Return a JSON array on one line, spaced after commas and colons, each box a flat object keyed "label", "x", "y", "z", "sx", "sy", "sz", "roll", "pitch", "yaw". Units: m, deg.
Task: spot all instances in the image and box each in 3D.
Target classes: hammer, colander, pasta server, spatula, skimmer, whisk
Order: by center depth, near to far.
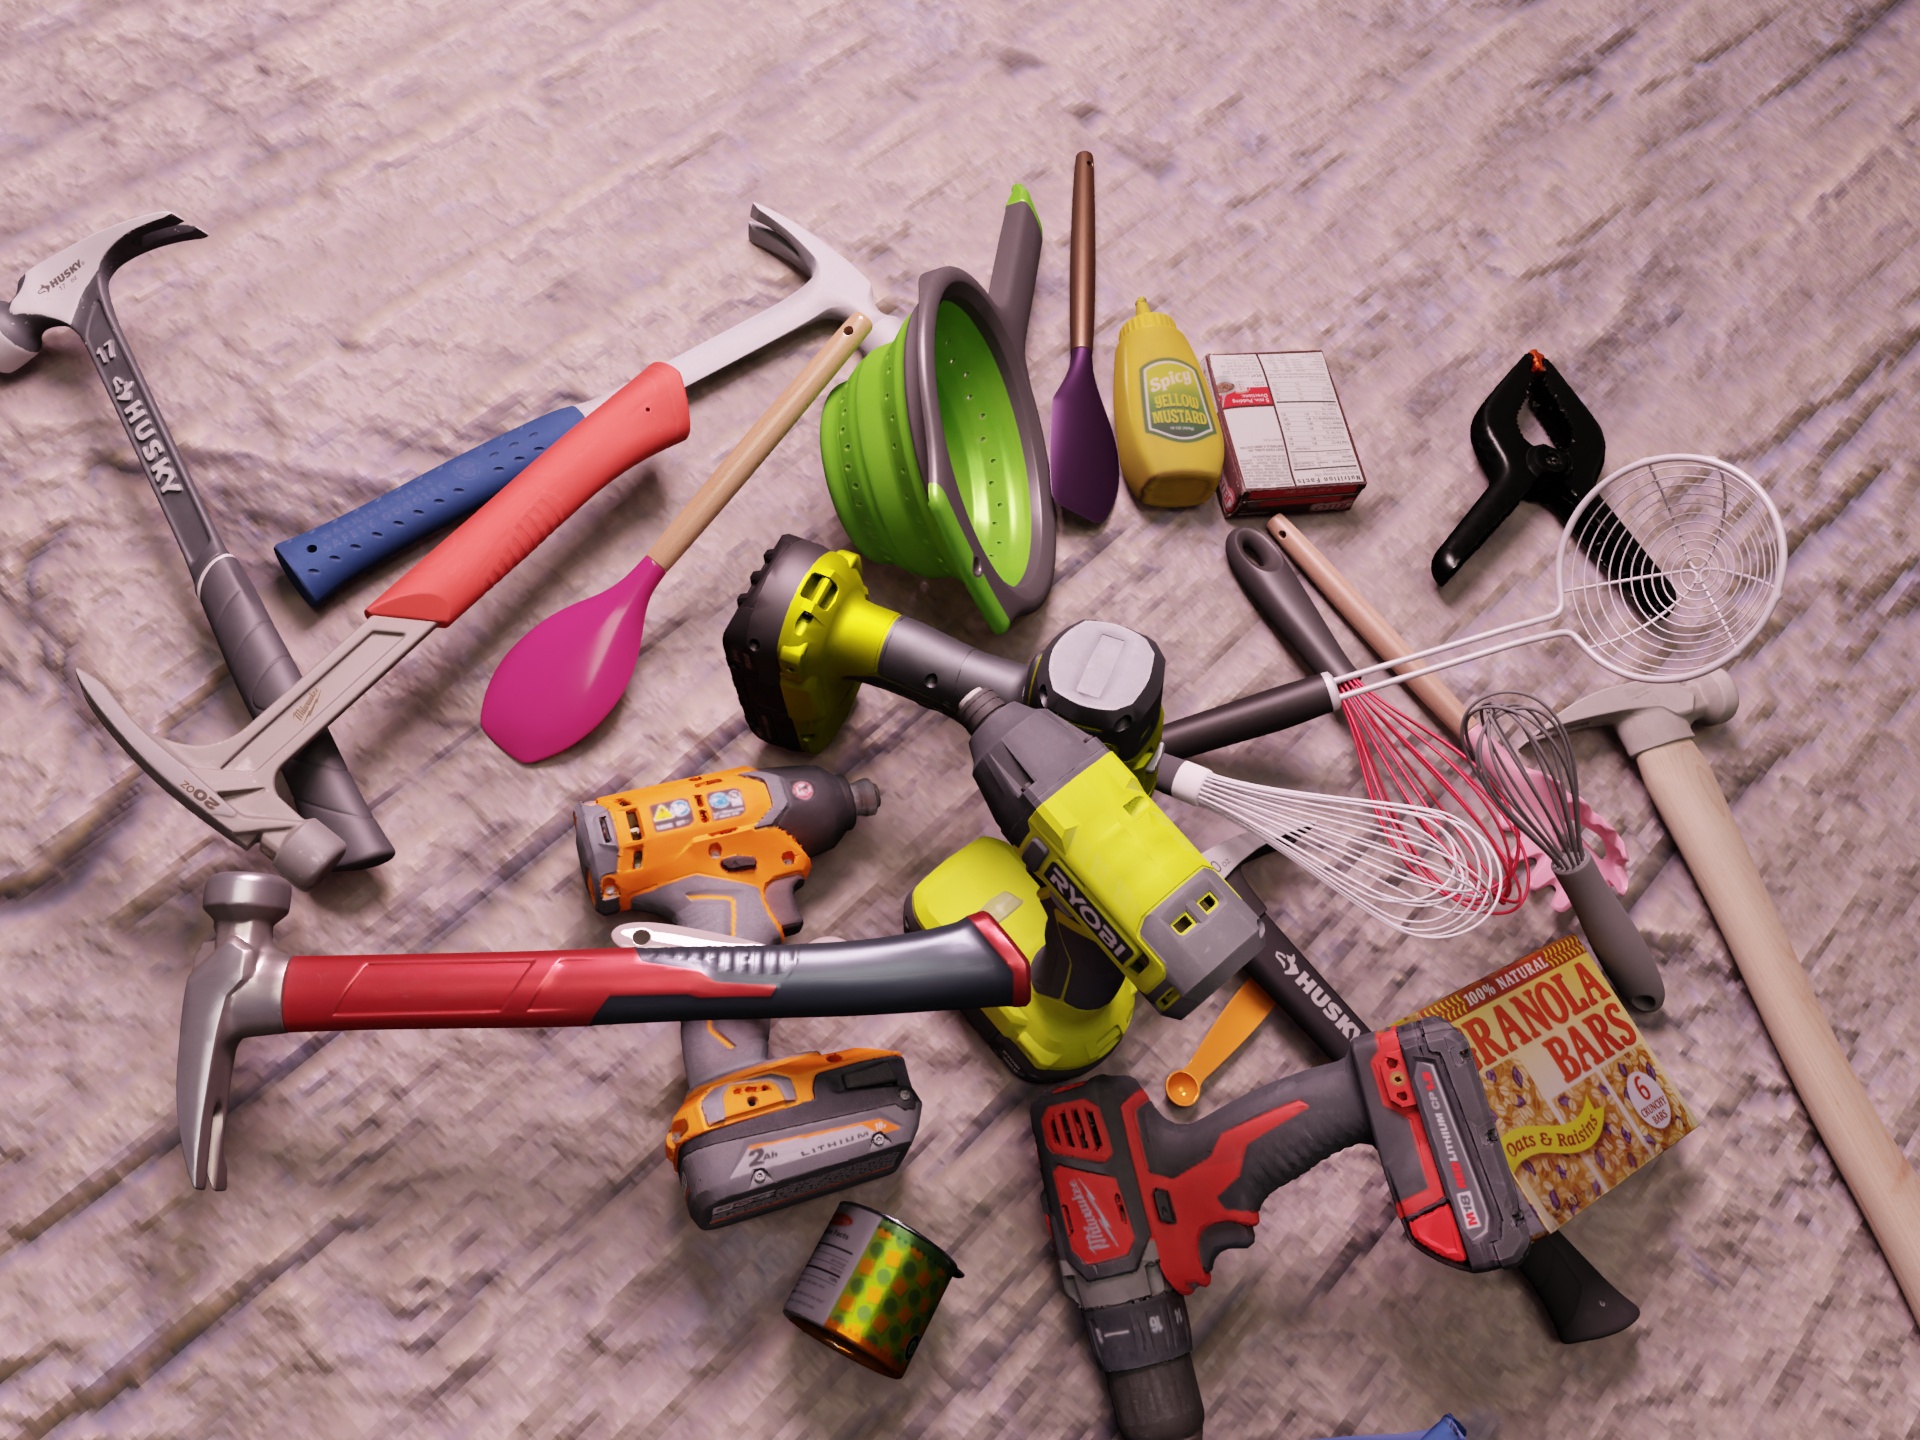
[{"label": "hammer", "x": -0.160, "y": 0.138, "z": 0.735, "sx": 0.386, "sy": 0.038, "sz": 0.143, "roll": -1, "pitch": 73, "yaw": -1}, {"label": "hammer", "x": -0.278, "y": -0.085, "z": 0.853, "sx": 0.149, "sy": 0.036, "sz": 0.359, "roll": 42, "pitch": 61, "yaw": -6}, {"label": "hammer", "x": -0.407, "y": -0.095, "z": 0.864, "sx": 0.149, "sy": 0.036, "sz": 0.409, "roll": -33, "pitch": 78, "yaw": 9}, {"label": "hammer", "x": 0.241, "y": 0.200, "z": 0.873, "sx": 0.146, "sy": 0.035, "sz": 0.335, "roll": -36, "pitch": 78, "yaw": -31}, {"label": "whisk", "x": 0.157, "y": 0.048, "z": 0.881, "sx": 0.285, "sy": 0.070, "sz": 0.070, "roll": 21, "pitch": 60, "yaw": 26}, {"label": "whisk", "x": 0.347, "y": 0.078, "z": 0.896, "sx": 0.055, "sy": 0.055, "sz": 0.238, "roll": -47, "pitch": 115, "yaw": -26}, {"label": "skimmer", "x": 0.269, "y": -0.044, "z": 0.898, "sx": 0.363, "sy": 0.090, "sz": 0.127, "roll": -18, "pitch": 72, "yaw": 6}, {"label": "hammer", "x": 0.479, "y": 0.163, "z": 0.944, "sx": 0.146, "sy": 0.038, "sz": 0.411, "roll": -13, "pitch": 68, "yaw": -15}, {"label": "whisk", "x": 0.246, "y": -0.006, "z": 0.968, "sx": 0.073, "sy": 0.073, "sz": 0.296, "roll": -21, "pitch": 64, "yaw": -20}, {"label": "hammer", "x": -0.224, "y": -0.190, "z": 0.969, "sx": 0.405, "sy": 0.035, "sz": 0.144, "roll": -35, "pitch": 76, "yaw": -24}, {"label": "pasta server", "x": 0.296, "y": -0.013, "z": 0.989, "sx": 0.316, "sy": 0.060, "sz": 0.040, "roll": 51, "pitch": 31, "yaw": 17}, {"label": "colander", "x": -0.010, "y": -0.214, "z": 0.991, "sx": 0.094, "sy": 0.204, "sz": 0.397, "roll": -11, "pitch": 44, "yaw": 21}, {"label": "spatula", "x": 0.084, "y": -0.267, "z": 1.076, "sx": 0.059, "sy": 0.018, "sz": 0.316, "roll": 21, "pitch": 57, "yaw": -31}]

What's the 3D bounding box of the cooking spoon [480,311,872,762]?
[{"label": "cooking spoon", "x": -0.155, "y": -0.108, "z": 0.896, "sx": 0.069, "sy": 0.017, "sz": 0.319, "roll": 38, "pitch": 84, "yaw": 11}]

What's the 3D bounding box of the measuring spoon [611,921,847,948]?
[{"label": "measuring spoon", "x": -0.108, "y": 0.111, "z": 0.771, "sx": 0.124, "sy": 0.018, "sz": 0.034, "roll": 10, "pitch": 56, "yaw": -4}]

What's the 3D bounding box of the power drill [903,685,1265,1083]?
[{"label": "power drill", "x": 0.045, "y": 0.087, "z": 0.785, "sx": 0.080, "sy": 0.223, "sz": 0.171, "roll": -36, "pitch": 76, "yaw": -24}]

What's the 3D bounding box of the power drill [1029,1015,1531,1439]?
[{"label": "power drill", "x": 0.155, "y": 0.250, "z": 0.774, "sx": 0.226, "sy": 0.080, "sz": 0.188, "roll": -18, "pitch": 74, "yaw": 14}]

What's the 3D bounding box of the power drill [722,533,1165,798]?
[{"label": "power drill", "x": -0.001, "y": -0.003, "z": 0.859, "sx": 0.228, "sy": 0.190, "sz": 0.080, "roll": 19, "pitch": 62, "yaw": 14}]

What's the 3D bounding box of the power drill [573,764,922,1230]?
[{"label": "power drill", "x": -0.095, "y": 0.126, "z": 0.820, "sx": 0.164, "sy": 0.084, "sz": 0.227, "roll": -13, "pitch": 64, "yaw": -18}]

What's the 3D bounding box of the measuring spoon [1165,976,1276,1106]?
[{"label": "measuring spoon", "x": 0.151, "y": 0.172, "z": 0.888, "sx": 0.021, "sy": 0.011, "sz": 0.117, "roll": 43, "pitch": 61, "yaw": 7}]
